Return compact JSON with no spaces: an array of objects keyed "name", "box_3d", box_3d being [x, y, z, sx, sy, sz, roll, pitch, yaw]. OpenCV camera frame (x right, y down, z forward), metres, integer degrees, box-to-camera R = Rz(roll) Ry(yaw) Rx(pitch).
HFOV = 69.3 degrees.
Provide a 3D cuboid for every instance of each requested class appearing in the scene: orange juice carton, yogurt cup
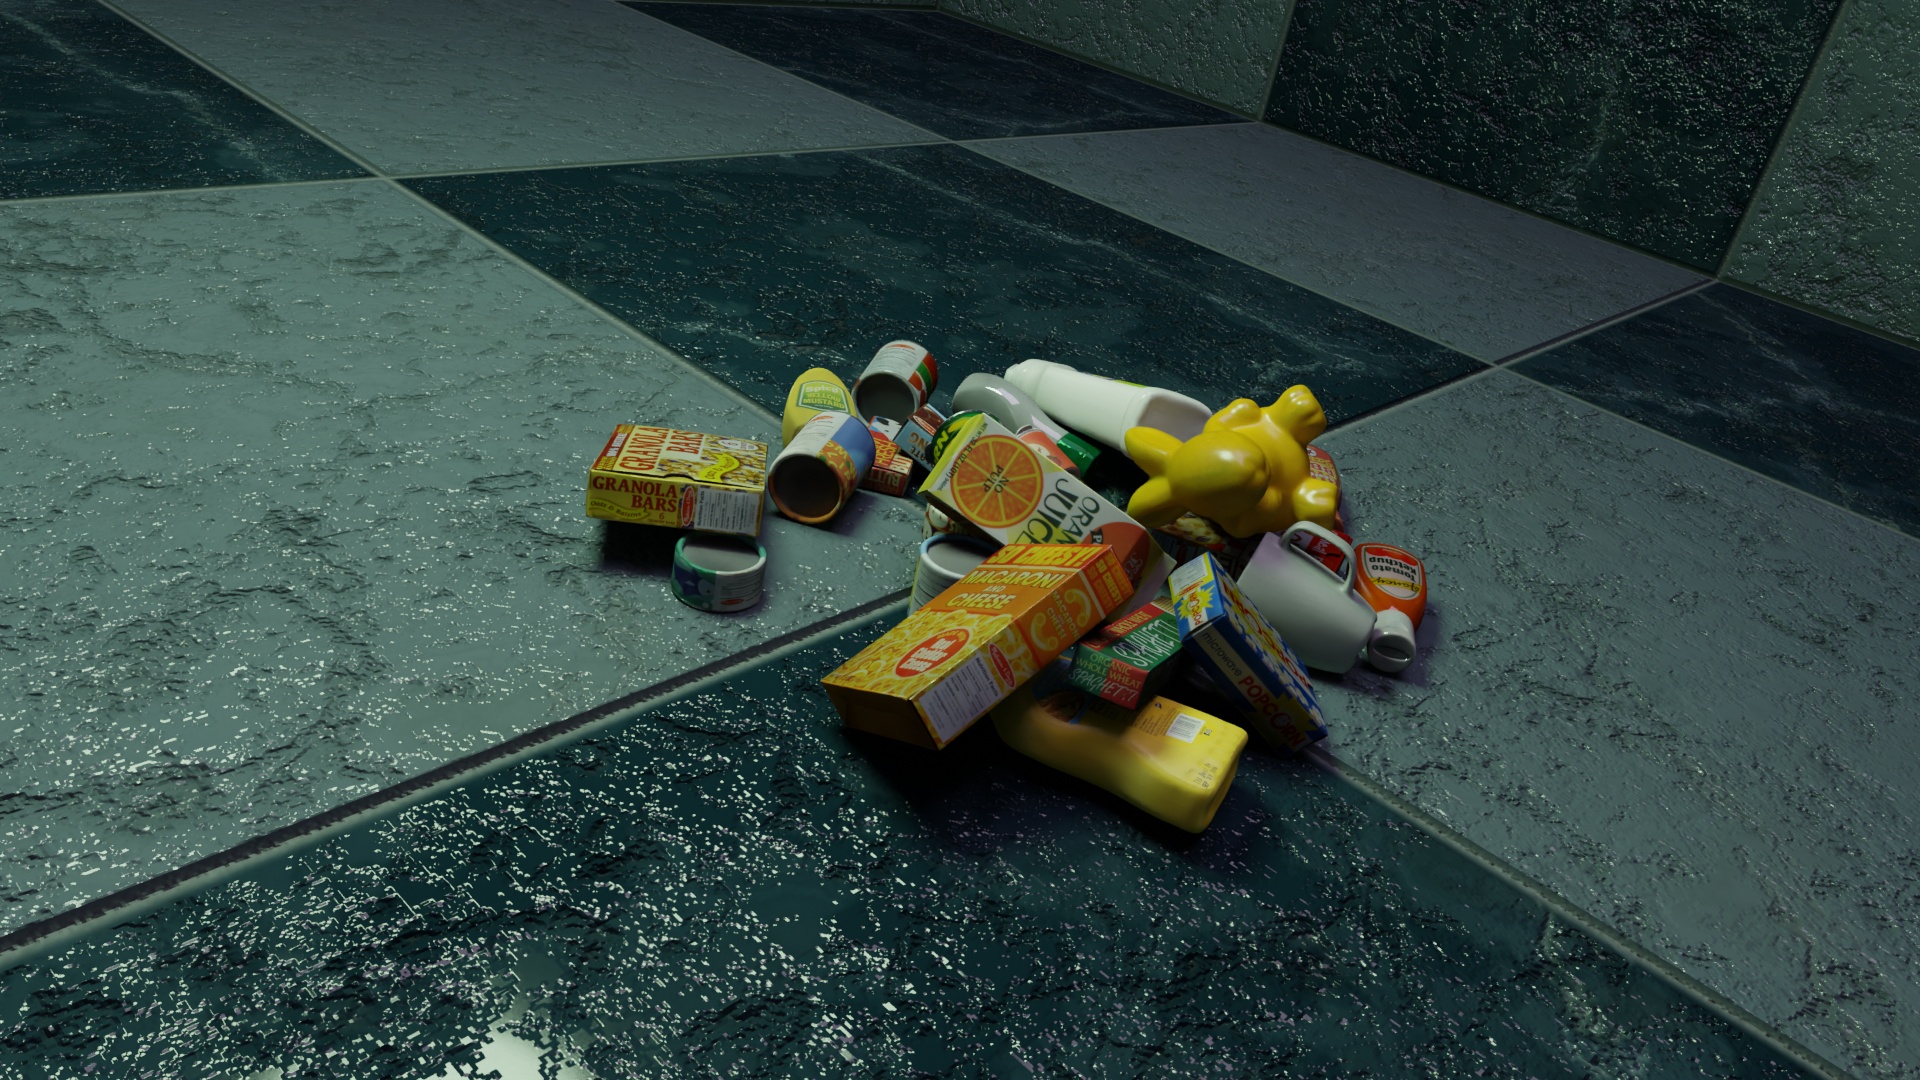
[{"name":"orange juice carton","box_3d":[0.068,-0.010,1.042,0.192,0.072,0.073,35,-6,-6]},{"name":"yogurt cup","box_3d":[0.066,-0.055,1.197,0.073,0.072,0.054,-18,48,-43]}]

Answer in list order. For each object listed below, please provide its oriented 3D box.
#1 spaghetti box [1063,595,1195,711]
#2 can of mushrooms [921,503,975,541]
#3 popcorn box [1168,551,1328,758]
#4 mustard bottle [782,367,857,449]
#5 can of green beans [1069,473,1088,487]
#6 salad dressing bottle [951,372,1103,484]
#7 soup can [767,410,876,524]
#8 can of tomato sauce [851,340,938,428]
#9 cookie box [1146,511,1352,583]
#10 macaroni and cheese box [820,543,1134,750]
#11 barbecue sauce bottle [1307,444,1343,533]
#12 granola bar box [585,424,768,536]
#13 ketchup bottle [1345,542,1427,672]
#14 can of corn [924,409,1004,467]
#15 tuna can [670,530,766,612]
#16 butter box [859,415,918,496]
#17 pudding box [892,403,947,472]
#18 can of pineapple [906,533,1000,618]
[{"name":"spaghetti box","box_3d":[0.129,0.073,0.947,0.050,0.028,0.250,21,12,17]},{"name":"can of mushrooms","box_3d":[0.004,-0.014,1.129,0.071,0.033,0.071,10,28,-5]},{"name":"popcorn box","box_3d":[0.197,0.078,0.959,0.126,0.038,0.085,47,20,-21]},{"name":"mustard bottle","box_3d":[-0.128,-0.119,1.251,0.065,0.048,0.161,7,29,-12]},{"name":"can of green beans","box_3d":[0.074,-0.015,1.123,0.071,0.071,0.058,16,29,7]},{"name":"salad dressing bottle","box_3d":[0.062,-0.102,1.287,0.148,0.064,0.044,33,46,19]},{"name":"soup can","box_3d":[-0.111,-0.058,1.131,0.071,0.071,0.084,16,31,7]},{"name":"can of tomato sauce","box_3d":[-0.061,-0.141,1.303,0.071,0.070,0.083,15,29,4]},{"name":"cookie box","box_3d":[0.236,0.004,1.178,0.167,0.040,0.123,22,29,18]},{"name":"macaroni and cheese box","box_3d":[0.010,0.062,0.871,0.167,0.040,0.123,-35,17,-26]},{"name":"barbecue sauce bottle","box_3d":[0.326,-0.042,1.293,0.065,0.043,0.149,12,29,-2]},{"name":"granola bar box","box_3d":[-0.212,-0.049,1.064,0.124,0.039,0.166,7,15,-9]},{"name":"ketchup bottle","box_3d":[0.347,0.054,1.127,0.065,0.043,0.149,16,29,6]},{"name":"can of corn","box_3d":[0.012,-0.063,1.115,0.071,0.070,0.058,2,29,-19]},{"name":"tuna can","box_3d":[-0.175,0.019,0.999,0.071,0.032,0.071,10,29,-5]},{"name":"butter box","box_3d":[-0.064,-0.075,1.222,0.053,0.024,0.104,15,29,3]},{"name":"pudding box","box_3d":[-0.013,-0.078,1.209,0.084,0.030,0.050,39,28,1]},{"name":"can of pineapple","box_3d":[-0.001,0.034,1.013,0.071,0.057,0.071,9,28,-5]}]
